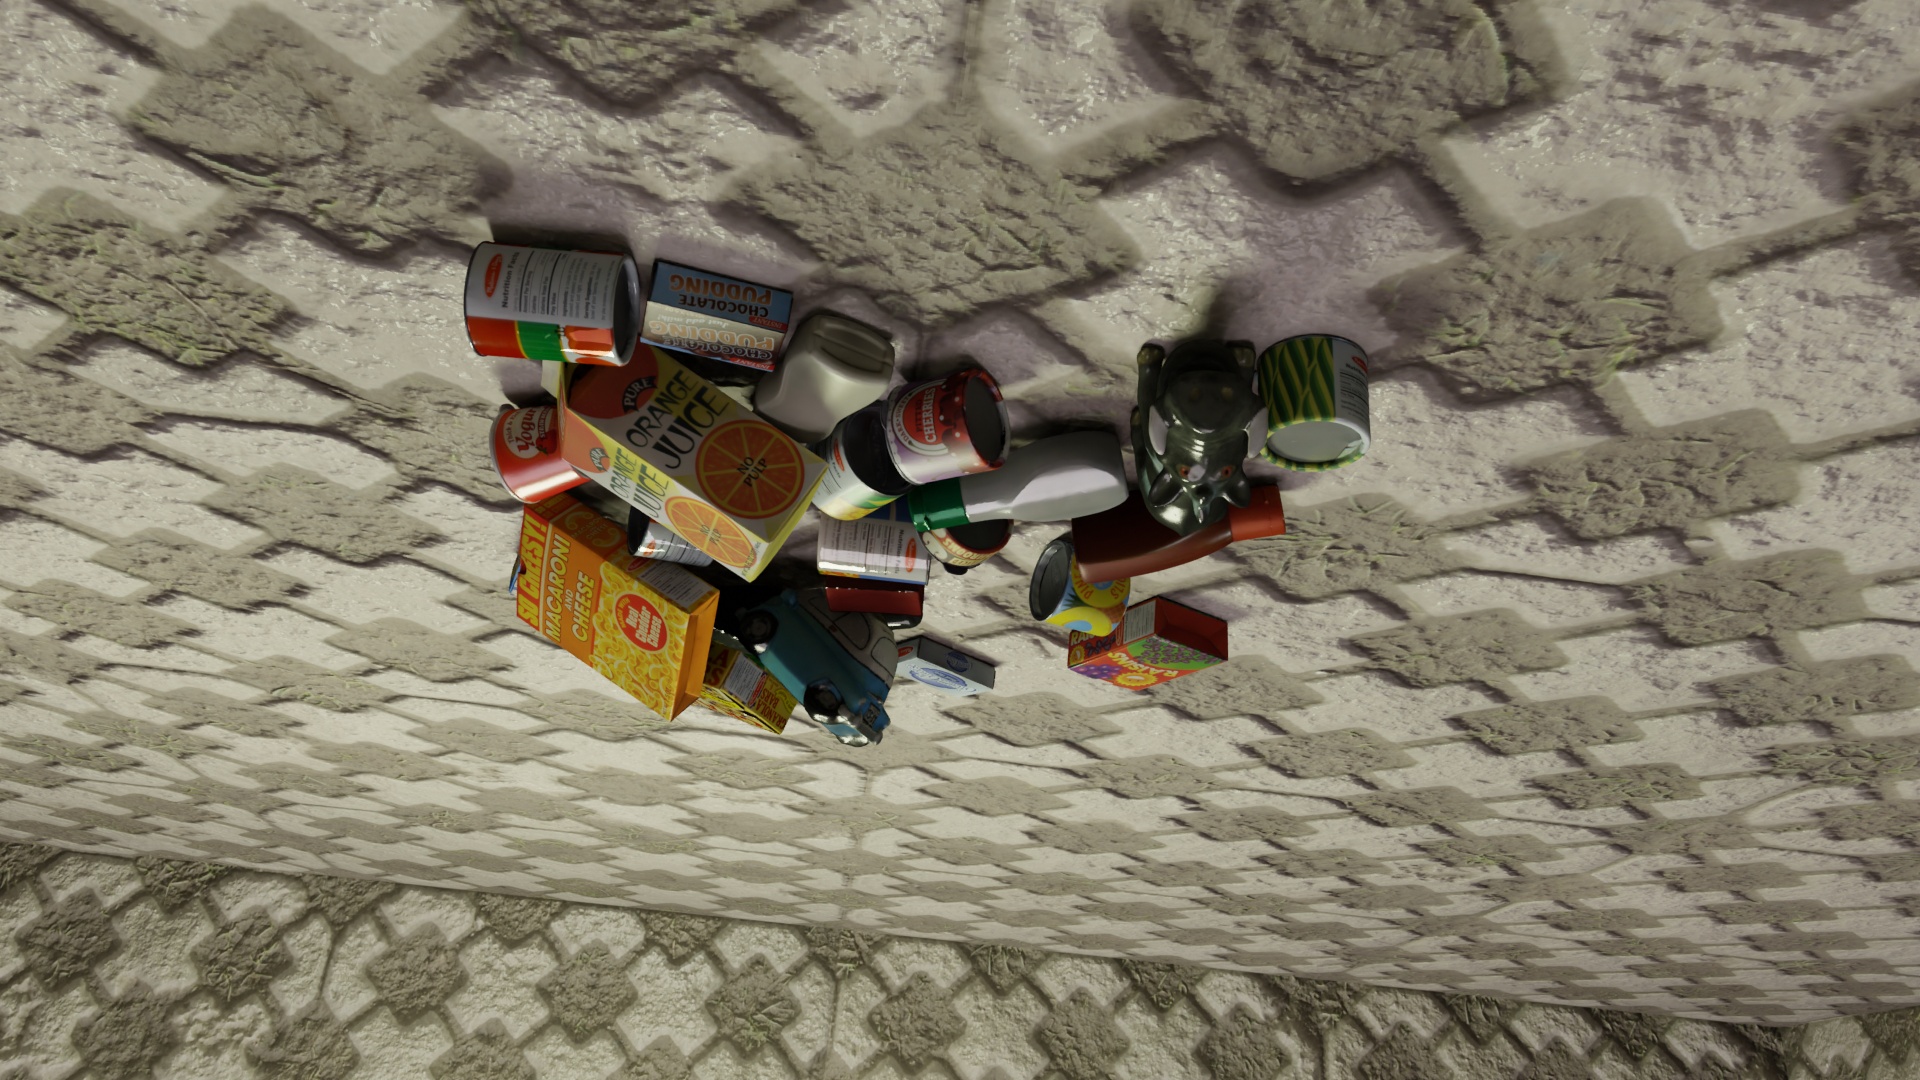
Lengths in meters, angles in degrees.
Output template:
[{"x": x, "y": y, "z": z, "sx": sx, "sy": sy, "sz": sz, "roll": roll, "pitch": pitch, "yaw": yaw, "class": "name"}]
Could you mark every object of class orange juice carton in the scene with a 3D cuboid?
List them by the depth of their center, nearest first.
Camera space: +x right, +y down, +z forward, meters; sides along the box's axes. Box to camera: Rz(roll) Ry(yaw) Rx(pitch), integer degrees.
[{"x": -0.189, "y": -0.063, "z": 0.896, "sx": 0.193, "sy": 0.073, "sz": 0.071, "roll": 34, "pitch": 151, "yaw": -2, "class": "orange juice carton"}]

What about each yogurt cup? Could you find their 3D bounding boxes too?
[{"x": -0.285, "y": -0.064, "z": 0.967, "sx": 0.054, "sy": 0.073, "sz": 0.072, "roll": -12, "pitch": 150, "yaw": 16, "class": "yogurt cup"}]

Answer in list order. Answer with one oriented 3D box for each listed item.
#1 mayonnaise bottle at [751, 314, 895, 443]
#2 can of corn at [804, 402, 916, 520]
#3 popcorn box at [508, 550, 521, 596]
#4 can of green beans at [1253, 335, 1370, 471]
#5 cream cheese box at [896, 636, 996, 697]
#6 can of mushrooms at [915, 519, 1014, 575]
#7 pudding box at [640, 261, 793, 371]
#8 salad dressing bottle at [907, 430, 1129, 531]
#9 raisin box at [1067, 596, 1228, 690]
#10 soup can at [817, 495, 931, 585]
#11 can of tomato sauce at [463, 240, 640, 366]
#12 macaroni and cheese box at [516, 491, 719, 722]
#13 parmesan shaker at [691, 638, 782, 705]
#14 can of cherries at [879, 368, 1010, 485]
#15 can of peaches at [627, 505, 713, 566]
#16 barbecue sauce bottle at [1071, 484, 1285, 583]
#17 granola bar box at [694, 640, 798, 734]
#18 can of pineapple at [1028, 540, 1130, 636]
[{"x": -0.101, "y": -0.093, "z": 0.896, "sx": 0.065, "sy": 0.041, "sz": 0.147, "roll": 20, "pitch": 152, "yaw": -24, "class": "mayonnaise bottle"}, {"x": -0.065, "y": -0.053, "z": 0.944, "sx": 0.071, "sy": 0.071, "sz": 0.058, "roll": 22, "pitch": 151, "yaw": -31, "class": "can of corn"}, {"x": -0.320, "y": 0.031, "z": 1.203, "sx": 0.127, "sy": 0.038, "sz": 0.085, "roll": 15, "pitch": 152, "yaw": -19, "class": "popcorn box"}, {"x": 0.212, "y": -0.081, "z": 0.835, "sx": 0.071, "sy": 0.058, "sz": 0.071, "roll": 5, "pitch": 155, "yaw": 2, "class": "can of green beans"}, {"x": -0.020, "y": 0.124, "z": 1.356, "sx": 0.104, "sy": 0.024, "sz": 0.053, "roll": 26, "pitch": 149, "yaw": -36, "class": "cream cheese box"}, {"x": 0.004, "y": -0.013, "z": 1.007, "sx": 0.071, "sy": 0.071, "sz": 0.033, "roll": 18, "pitch": 150, "yaw": -24, "class": "can of mushrooms"}, {"x": -0.147, "y": -0.133, "z": 0.831, "sx": 0.084, "sy": 0.030, "sz": 0.049, "roll": 12, "pitch": 155, "yaw": -14, "class": "pudding box"}, {"x": 0.039, "y": -0.037, "z": 0.950, "sx": 0.147, "sy": 0.044, "sz": 0.064, "roll": -11, "pitch": 139, "yaw": 8, "class": "salad dressing bottle"}, {"x": 0.166, "y": 0.095, "z": 1.240, "sx": 0.086, "sy": 0.040, "sz": 0.123, "roll": 20, "pitch": 152, "yaw": -29, "class": "raisin box"}, {"x": -0.062, "y": -0.004, "z": 1.049, "sx": 0.084, "sy": 0.071, "sz": 0.071, "roll": 6, "pitch": 154, "yaw": 0, "class": "soup can"}, {"x": -0.233, "y": -0.135, "z": 0.802, "sx": 0.083, "sy": 0.071, "sz": 0.071, "roll": 5, "pitch": 154, "yaw": 0, "class": "can of tomato sauce"}, {"x": -0.273, "y": 0.050, "z": 1.091, "sx": 0.166, "sy": 0.040, "sz": 0.123, "roll": 30, "pitch": 130, "yaw": 15, "class": "macaroni and cheese box"}, {"x": -0.222, "y": 0.128, "z": 1.357, "sx": 0.103, "sy": 0.071, "sz": 0.071, "roll": -3, "pitch": 153, "yaw": 17, "class": "parmesan shaker"}, {"x": -0.009, "y": -0.073, "z": 0.886, "sx": 0.058, "sy": 0.072, "sz": 0.071, "roll": -9, "pitch": 151, "yaw": 28, "class": "can of cherries"}, {"x": -0.213, "y": -0.019, "z": 1.043, "sx": 0.058, "sy": 0.071, "sz": 0.071, "roll": 12, "pitch": 154, "yaw": -25, "class": "can of peaches"}, {"x": 0.156, "y": -0.011, "z": 0.996, "sx": 0.148, "sy": 0.065, "sz": 0.043, "roll": -10, "pitch": 143, "yaw": 11, "class": "barbecue sauce bottle"}, {"x": -0.238, "y": 0.110, "z": 1.199, "sx": 0.165, "sy": 0.039, "sz": 0.124, "roll": 16, "pitch": 161, "yaw": 25, "class": "granola bar box"}, {"x": 0.095, "y": 0.038, "z": 1.101, "sx": 0.058, "sy": 0.071, "sz": 0.070, "roll": 15, "pitch": 153, "yaw": -21, "class": "can of pineapple"}]
